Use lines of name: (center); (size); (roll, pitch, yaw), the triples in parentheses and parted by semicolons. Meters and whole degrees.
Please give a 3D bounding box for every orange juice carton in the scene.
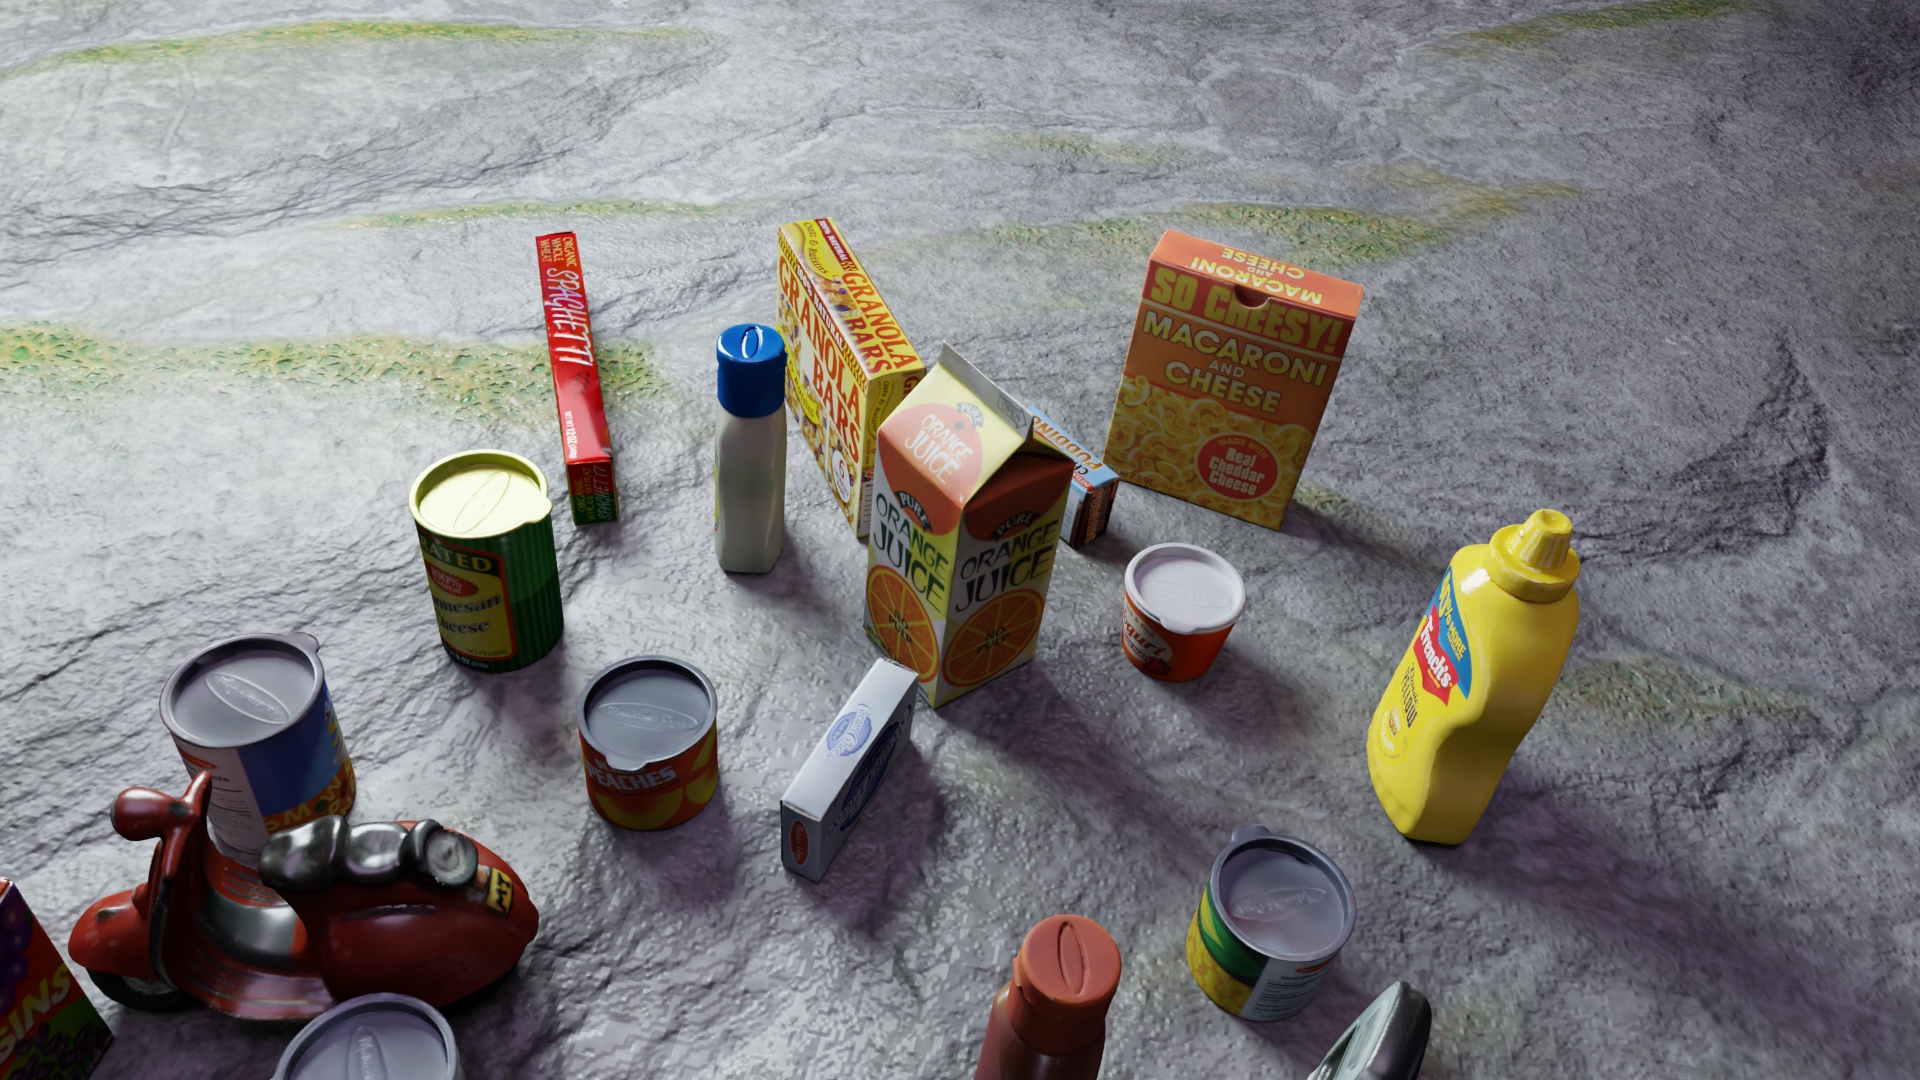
orange juice carton: (0.003, -0.009, 0.721); (0.073, 0.191, 0.072); (-24, 52, -29)

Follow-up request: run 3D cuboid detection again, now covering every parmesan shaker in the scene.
parmesan shaker: (-0.242, 0.013, 0.725); (0.071, 0.102, 0.072); (4, 44, -4)

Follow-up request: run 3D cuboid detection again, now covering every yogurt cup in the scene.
yogurt cup: (0.123, 0.043, 0.786); (0.072, 0.053, 0.073); (4, 44, -4)

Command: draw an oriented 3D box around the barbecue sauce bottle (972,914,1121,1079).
barbecue sauce bottle: (0.031, 0.200, 0.539); (0.044, 0.147, 0.065); (2, 44, -7)

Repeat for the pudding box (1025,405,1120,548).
pudding box: (0.057, -0.041, 0.866); (0.030, 0.049, 0.084); (-26, 53, -31)

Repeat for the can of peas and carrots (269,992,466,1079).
can of peas and carrots: (-0.229, 0.222, 0.541); (0.071, 0.058, 0.071); (4, 44, -4)

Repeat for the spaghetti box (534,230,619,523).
spaghetti box: (-0.249, -0.112, 0.894); (0.029, 0.049, 0.251); (-7, 46, -16)

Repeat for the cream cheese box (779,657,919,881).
cream cheese box: (-0.055, 0.112, 0.686); (0.024, 0.053, 0.104); (22, 45, 14)

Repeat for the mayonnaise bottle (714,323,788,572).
mayonnaise bottle: (-0.118, -0.052, 0.780); (0.041, 0.147, 0.065); (3, 44, -5)

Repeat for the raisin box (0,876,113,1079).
raisin box: (-0.370, 0.188, 0.507); (0.040, 0.122, 0.086); (12, 43, 4)

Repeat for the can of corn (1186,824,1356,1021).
can of corn: (0.141, 0.177, 0.644); (0.071, 0.058, 0.071); (4, 44, -4)

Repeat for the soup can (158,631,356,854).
soup can: (-0.320, 0.093, 0.643); (0.071, 0.083, 0.072); (4, 44, -4)

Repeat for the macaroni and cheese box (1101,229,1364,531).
macaroni and cheese box: (0.163, -0.095, 0.854); (0.124, 0.165, 0.040); (19, 44, 11)

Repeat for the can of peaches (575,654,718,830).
can of peaches: (-0.153, 0.101, 0.679); (0.071, 0.057, 0.071); (4, 44, -4)

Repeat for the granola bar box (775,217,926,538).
granola bar box: (-0.071, -0.102, 0.857); (0.039, 0.123, 0.166); (-12, 47, -20)
